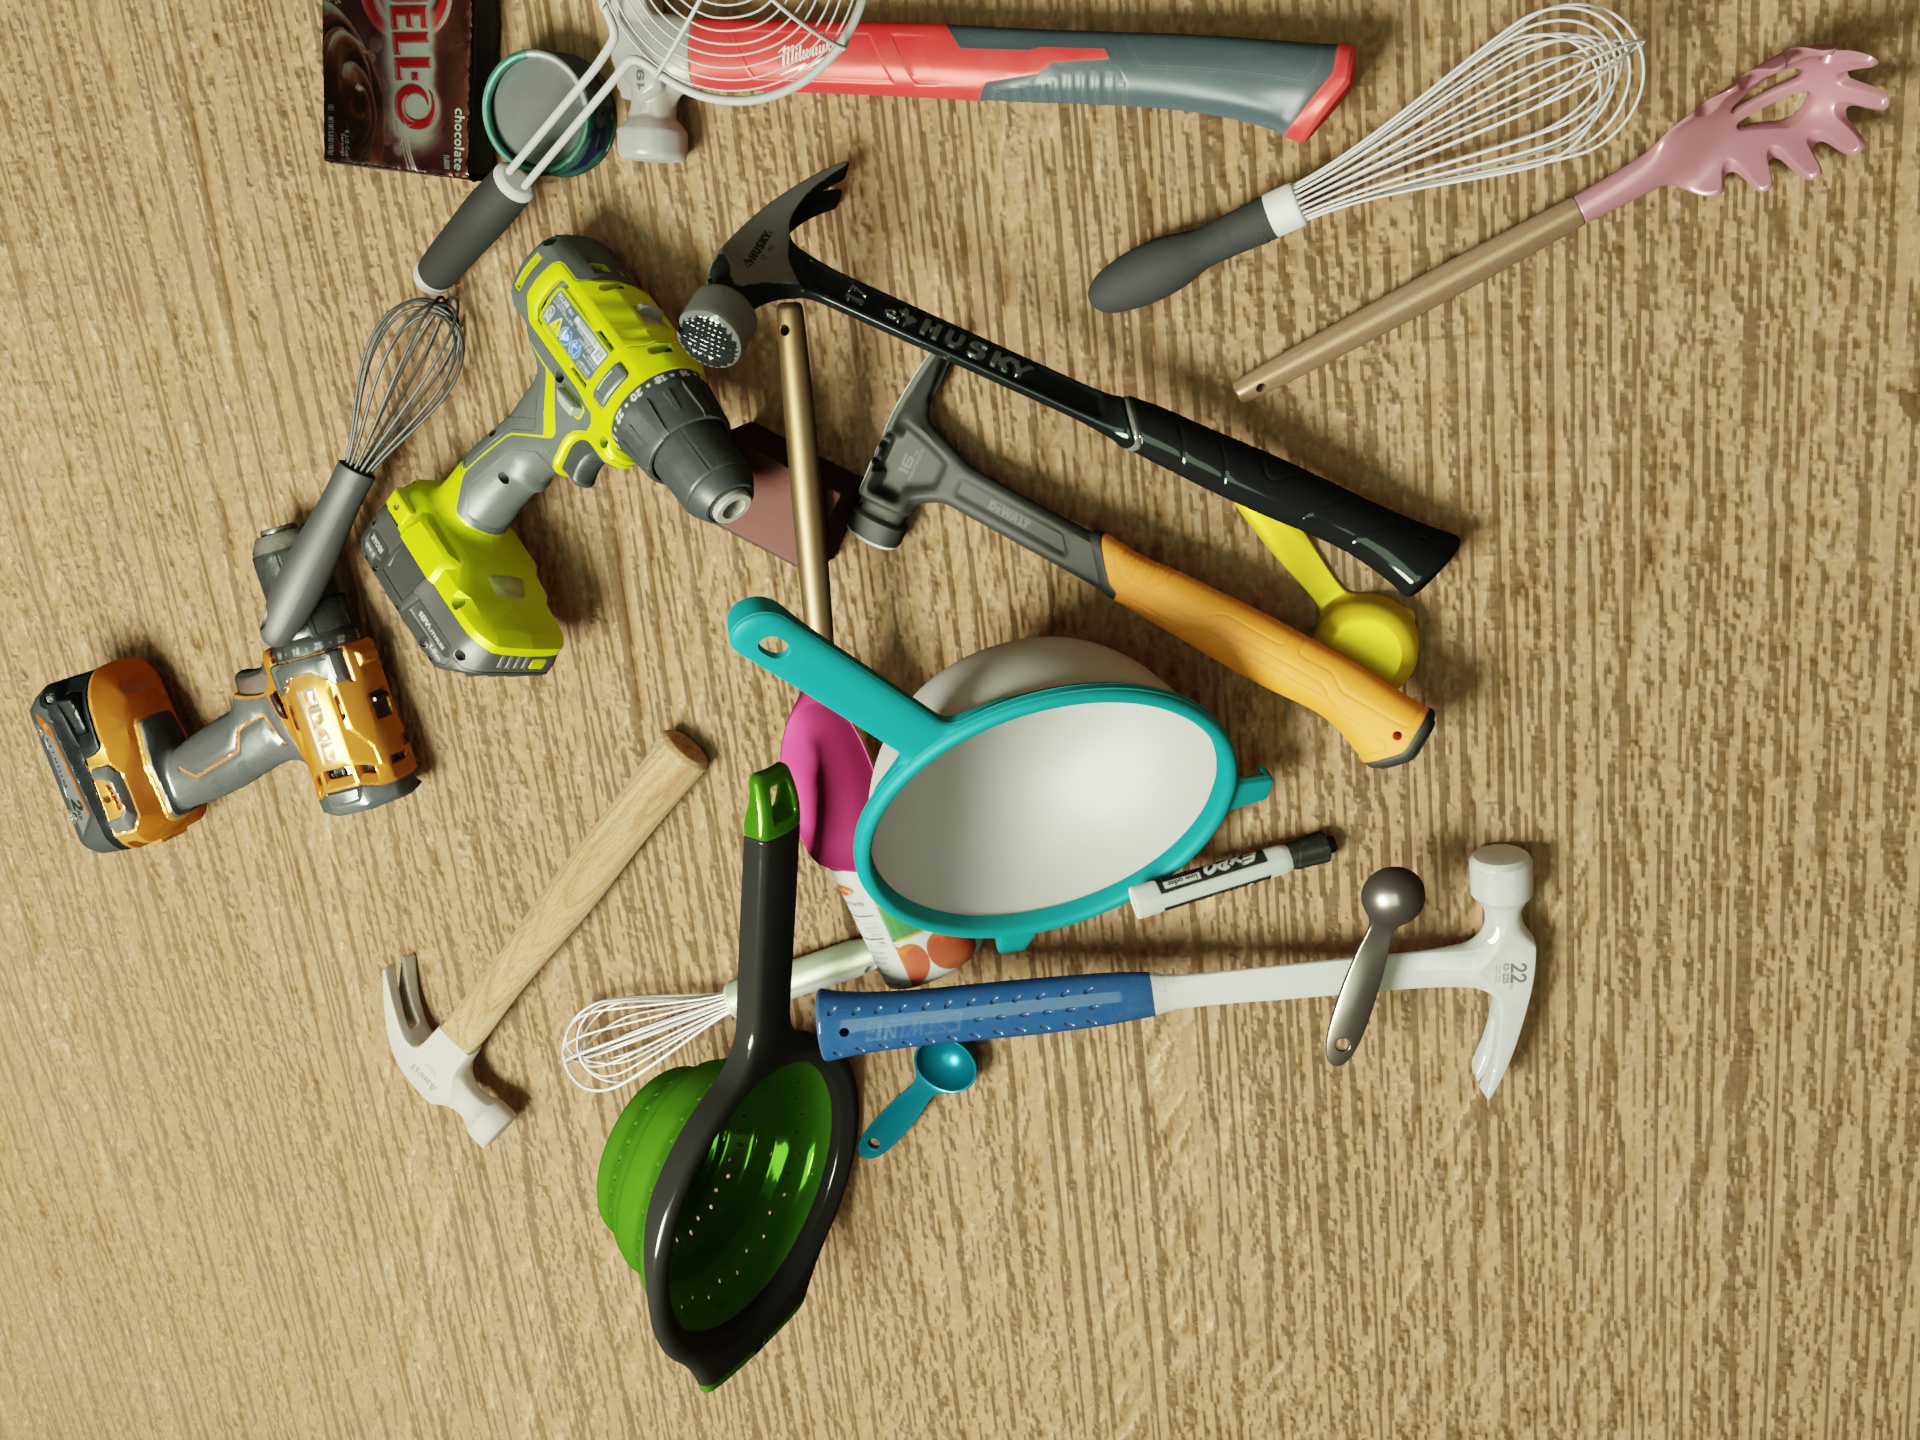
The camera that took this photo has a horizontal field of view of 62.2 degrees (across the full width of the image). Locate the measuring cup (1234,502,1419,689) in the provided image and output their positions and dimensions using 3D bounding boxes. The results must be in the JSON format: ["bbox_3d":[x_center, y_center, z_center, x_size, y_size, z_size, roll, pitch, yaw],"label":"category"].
[{"bbox_3d":[0.189,-0.077,0.855,0.062,0.029,0.156,-36,97,22],"label":"measuring cup"}]

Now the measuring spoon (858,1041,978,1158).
[{"bbox_3d":[-0.029,0.242,1.027,0.042,0.021,0.128,37,122,0],"label":"measuring spoon"}]

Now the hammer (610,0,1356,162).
[{"bbox_3d":[0.004,-0.350,0.806,0.386,0.038,0.143,8,108,14],"label":"hammer"}]

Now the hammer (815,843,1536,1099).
[{"bbox_3d":[0.121,0.161,0.908,0.405,0.035,0.144,-6,107,4],"label":"hammer"}]

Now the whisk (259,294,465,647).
[{"bbox_3d":[-0.356,-0.146,0.941,0.055,0.055,0.239,31,99,3],"label":"whisk"}]

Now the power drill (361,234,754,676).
[{"bbox_3d":[-0.225,-0.130,0.896,0.228,0.080,0.191,-45,69,23],"label":"power drill"}]

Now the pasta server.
[{"bbox_3d":[0.278,-0.233,0.779,0.316,0.040,0.060,-26,125,22],"label":"pasta server"}]

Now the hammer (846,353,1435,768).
[{"bbox_3d":[0.103,-0.080,0.857,0.337,0.034,0.127,31,113,10],"label":"hammer"}]

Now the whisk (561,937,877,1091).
[{"bbox_3d":[-0.152,0.183,1.021,0.246,0.057,0.059,-21,71,16],"label":"whisk"}]

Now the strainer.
[{"bbox_3d":[-0.001,-0.003,0.828,0.211,0.095,0.340,-35,137,21],"label":"strainer"}]

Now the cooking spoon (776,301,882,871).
[{"bbox_3d":[-0.079,-0.066,0.876,0.069,0.017,0.318,6,109,30],"label":"cooking spoon"}]

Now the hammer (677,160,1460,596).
[{"bbox_3d":[0.069,-0.164,0.823,0.409,0.149,0.036,24,145,-3],"label":"hammer"}]

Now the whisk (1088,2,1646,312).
[{"bbox_3d":[0.190,-0.265,0.782,0.284,0.070,0.070,-20,102,24],"label":"whisk"}]

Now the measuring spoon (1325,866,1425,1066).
[{"bbox_3d":[0.224,0.138,0.868,0.034,0.018,0.124,13,108,-2],"label":"measuring spoon"}]

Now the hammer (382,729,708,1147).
[{"bbox_3d":[-0.271,0.131,1.037,0.130,0.031,0.331,42,111,5],"label":"hammer"}]

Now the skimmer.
[{"bbox_3d":[-0.184,-0.316,0.813,0.127,0.090,0.363,49,143,-18],"label":"skimmer"}]

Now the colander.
[{"bbox_3d":[-0.149,0.203,0.953,0.094,0.204,0.397,16,113,27],"label":"colander"}]

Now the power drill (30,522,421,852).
[{"bbox_3d":[-0.476,-0.017,1.024,0.226,0.084,0.185,-12,102,14],"label":"power drill"}]
